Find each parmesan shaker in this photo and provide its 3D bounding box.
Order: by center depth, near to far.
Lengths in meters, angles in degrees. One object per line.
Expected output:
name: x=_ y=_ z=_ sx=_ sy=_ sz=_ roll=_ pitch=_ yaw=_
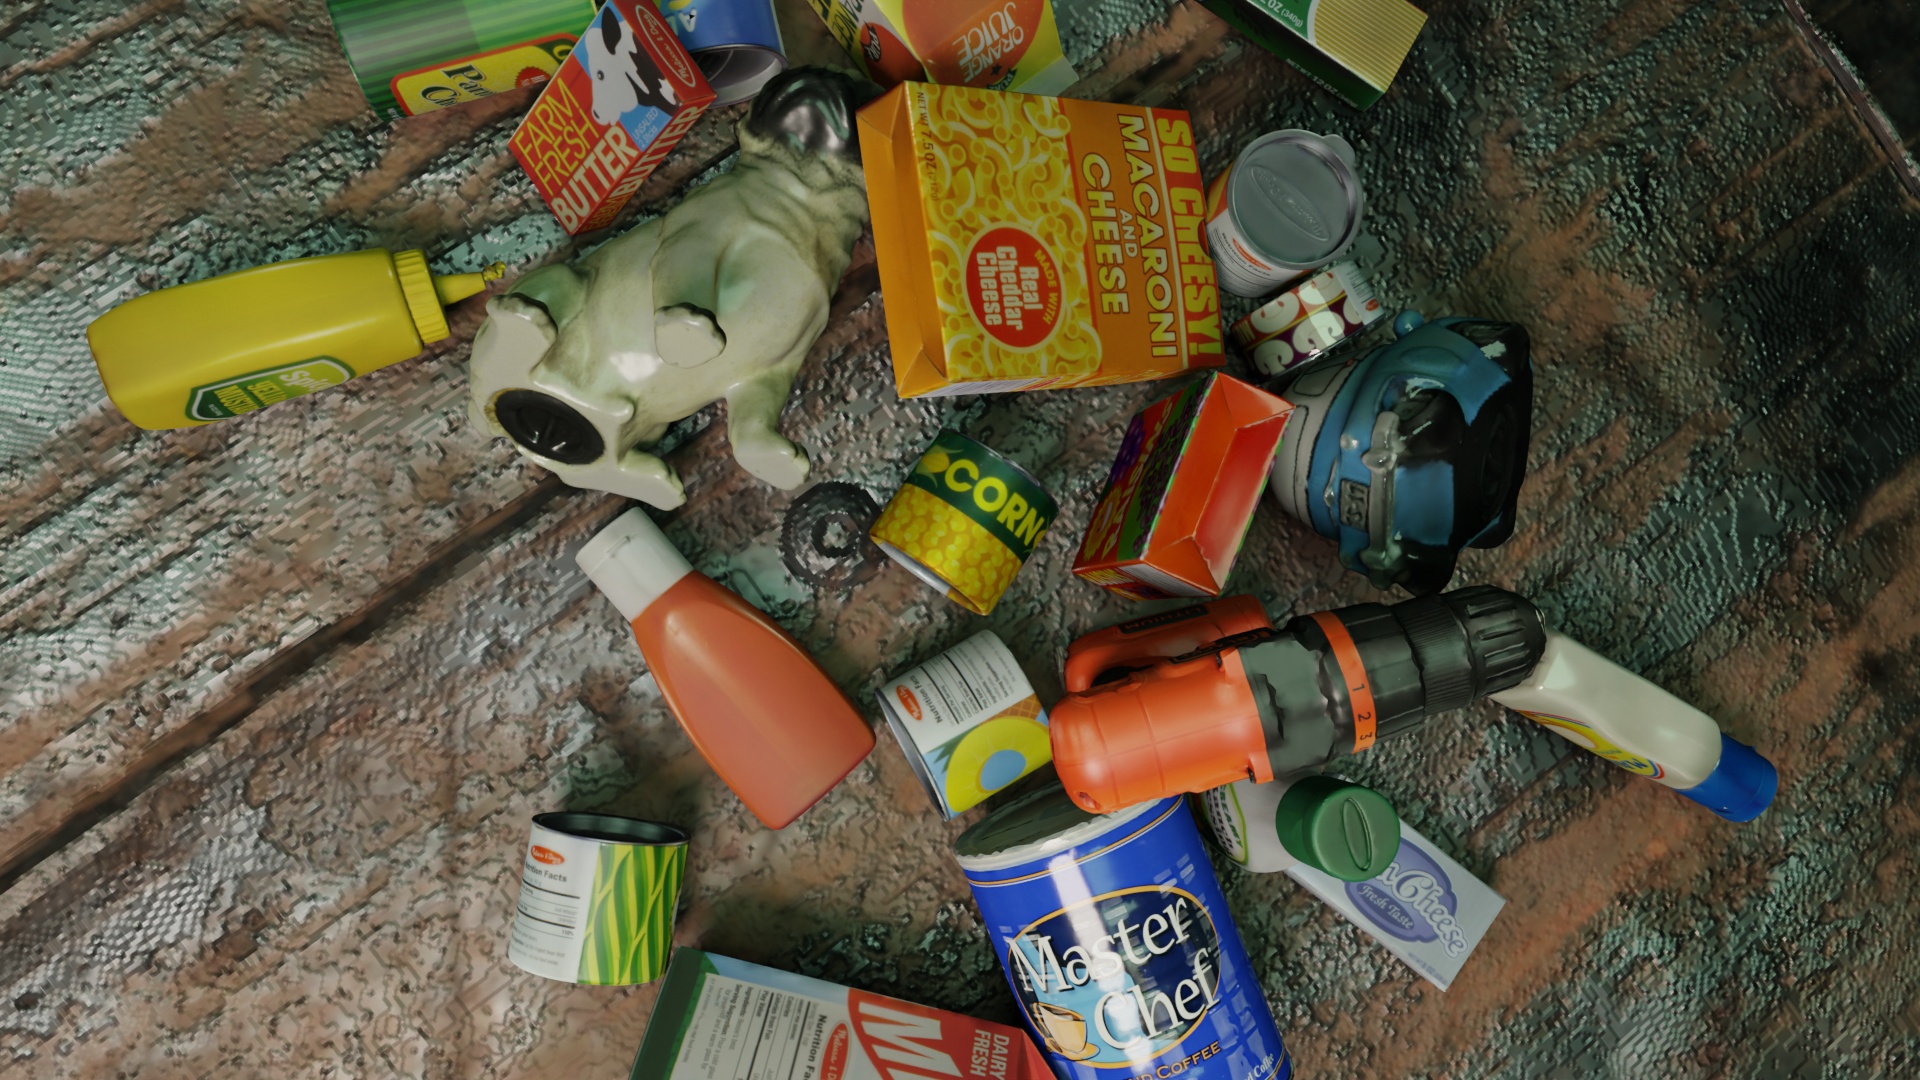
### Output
parmesan shaker: x=-0.211 y=-0.226 z=0.601 sx=0.103 sy=0.071 sz=0.071 roll=-19 pitch=89 yaw=-8

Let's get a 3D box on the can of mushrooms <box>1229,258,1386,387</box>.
can of mushrooms: x=0.161 y=-0.102 z=0.655 sx=0.071 sy=0.071 sz=0.033 roll=-30 pitch=92 yaw=-10

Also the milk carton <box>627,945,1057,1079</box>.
milk carton: x=-0.037 y=0.237 z=0.567 sx=0.191 sy=0.074 sz=0.072 roll=14 pitch=126 yaw=-1

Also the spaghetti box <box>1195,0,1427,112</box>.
spaghetti box: x=0.112 y=-0.300 z=0.679 sx=0.250 sy=0.028 sz=0.050 roll=31 pitch=81 yaw=-6

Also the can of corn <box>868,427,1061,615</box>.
can of corn: x=0.002 y=-0.008 z=0.617 sx=0.071 sy=0.071 sz=0.058 roll=36 pitch=82 yaw=-6

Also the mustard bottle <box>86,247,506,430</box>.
mustard bottle: x=-0.269 y=-0.091 z=0.582 sx=0.160 sy=0.065 sz=0.049 roll=-19 pitch=85 yaw=-14

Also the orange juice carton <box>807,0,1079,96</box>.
orange juice carton: x=-0.030 y=-0.267 z=0.630 sx=0.072 sy=0.073 sz=0.192 roll=-39 pitch=93 yaw=-10

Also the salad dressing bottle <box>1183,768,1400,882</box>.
salad dressing bottle: x=0.137 y=0.114 z=0.592 sx=0.044 sy=0.147 sz=0.064 roll=-12 pitch=88 yaw=-10

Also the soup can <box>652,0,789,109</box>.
soup can: x=-0.120 y=-0.243 z=0.615 sx=0.071 sy=0.071 sz=0.083 roll=-13 pitch=88 yaw=-10

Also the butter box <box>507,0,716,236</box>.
butter box: x=-0.151 y=-0.180 z=0.593 sx=0.053 sy=0.103 sz=0.024 roll=55 pitch=42 yaw=-2

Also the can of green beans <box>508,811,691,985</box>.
can of green beans: x=-0.151 y=0.149 z=0.582 sx=0.071 sy=0.071 sz=0.058 roll=9 pitch=86 yaw=-9

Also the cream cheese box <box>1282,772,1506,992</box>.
cream cheese box: x=0.203 y=0.162 z=0.663 sx=0.104 sy=0.024 sz=0.053 roll=38 pitch=81 yaw=-5

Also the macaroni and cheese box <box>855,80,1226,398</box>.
macaroni and cheese box: x=0.041 y=-0.130 z=0.611 sx=0.167 sy=0.040 sz=0.123 roll=-8 pitch=90 yaw=-37

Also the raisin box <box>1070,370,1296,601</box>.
raisin box: x=0.093 y=-0.020 z=0.607 sx=0.040 sy=0.123 sz=0.086 roll=23 pitch=83 yaw=-7

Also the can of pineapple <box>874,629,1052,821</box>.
can of pineapple: x=0.003 y=0.082 z=0.615 sx=0.058 sy=0.071 sz=0.071 roll=-28 pitch=91 yaw=-10

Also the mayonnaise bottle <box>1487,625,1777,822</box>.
mayonnaise bottle: x=0.325 y=0.089 z=0.671 sx=0.148 sy=0.064 sz=0.041 roll=28 pitch=81 yaw=-10

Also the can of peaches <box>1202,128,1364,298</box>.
can of peaches: x=0.150 y=-0.155 z=0.660 sx=0.071 sy=0.058 sz=0.071 roll=1 pitch=85 yaw=-9

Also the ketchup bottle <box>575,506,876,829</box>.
ketchup bottle: x=-0.106 y=0.052 z=0.608 sx=0.065 sy=0.043 sz=0.149 roll=-41 pitch=93 yaw=-10
